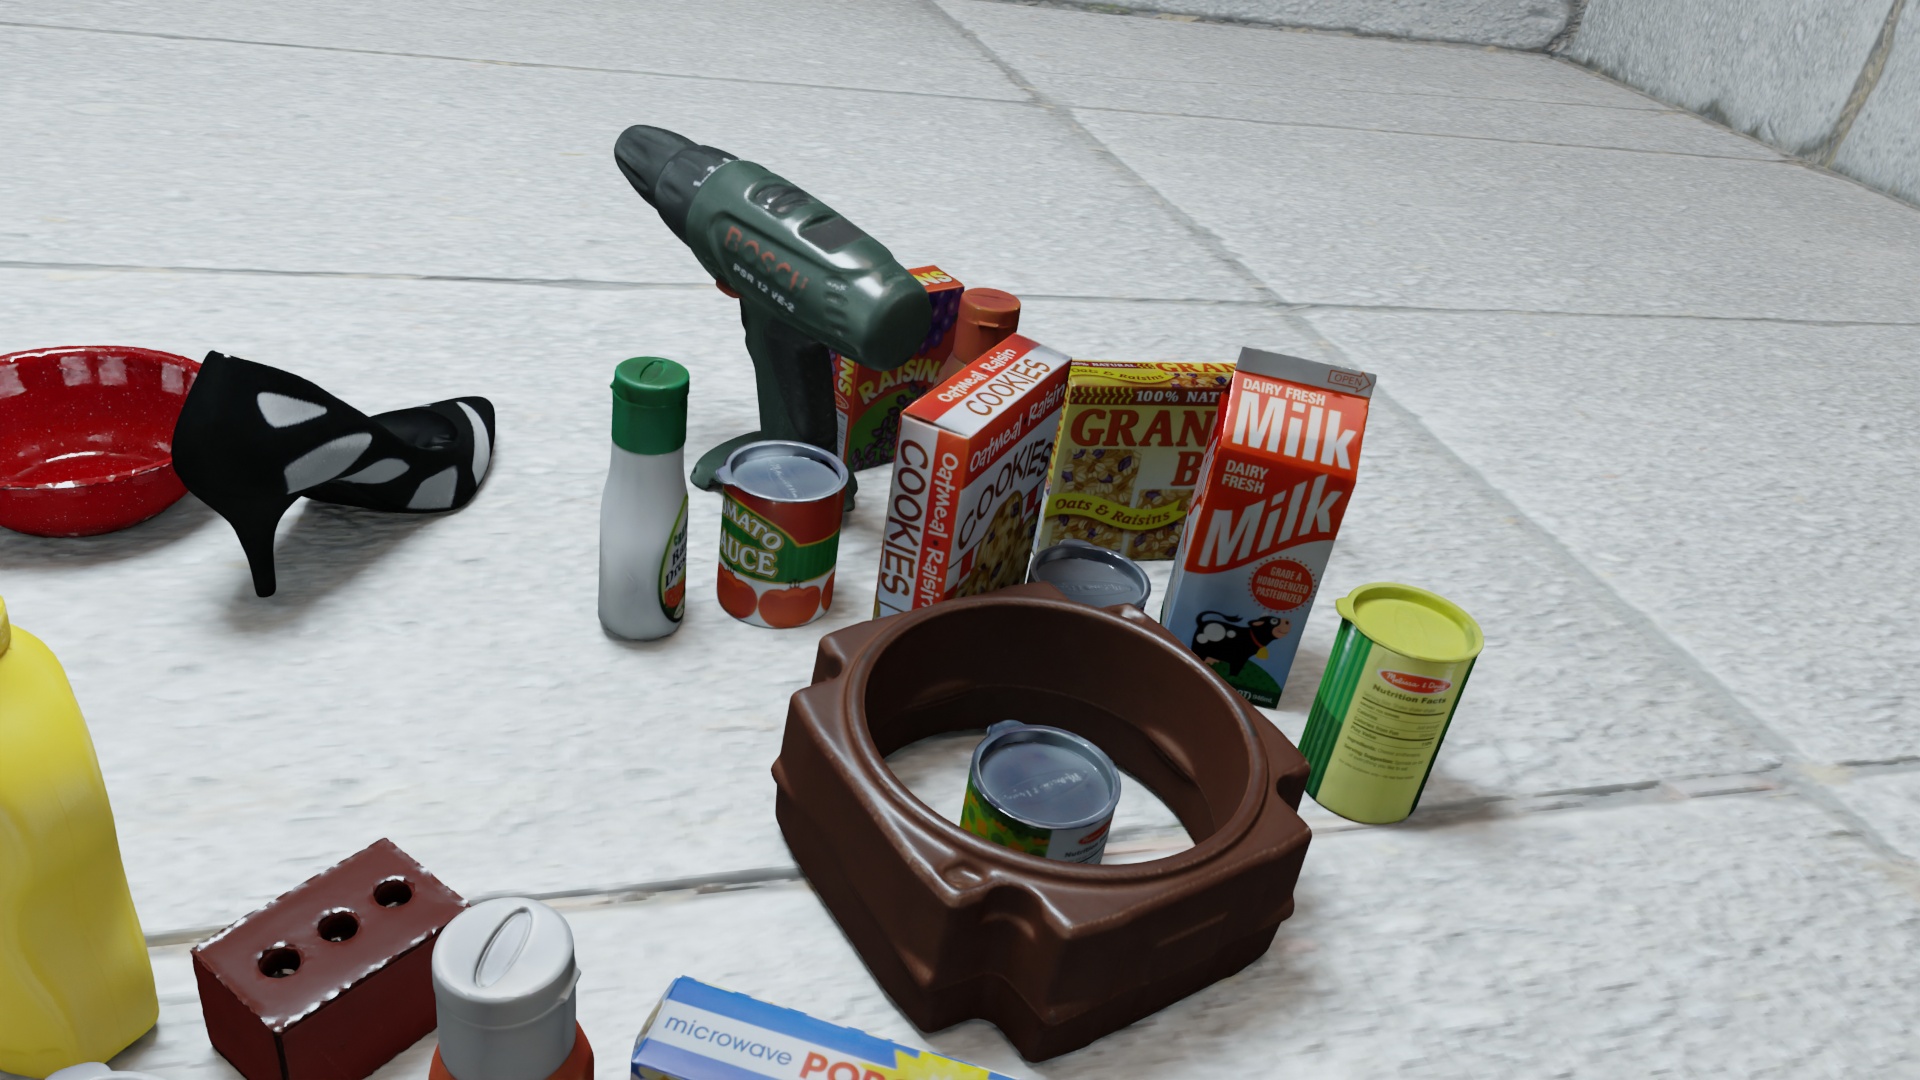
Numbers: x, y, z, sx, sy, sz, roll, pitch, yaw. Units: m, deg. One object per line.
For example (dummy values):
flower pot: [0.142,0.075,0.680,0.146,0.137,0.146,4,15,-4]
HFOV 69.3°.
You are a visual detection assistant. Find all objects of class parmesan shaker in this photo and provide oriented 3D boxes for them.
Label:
parmesan shaker: [0.208,0.081,0.693,0.071,0.102,0.071,7,31,-4]

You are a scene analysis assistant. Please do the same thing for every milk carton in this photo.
milk carton: [0.161,-0.011,0.745,0.072,0.189,0.074,13,31,5]

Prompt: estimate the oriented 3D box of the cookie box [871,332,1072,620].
cookie box: [0.003,-0.009,0.719,0.040,0.166,0.123,21,33,18]

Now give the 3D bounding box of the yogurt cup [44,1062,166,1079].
yogurt cup: [-0.257,0.202,0.410,0.072,0.053,0.073,7,31,-4]

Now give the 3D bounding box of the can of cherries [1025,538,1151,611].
can of cherries: [0.065,0.042,0.759,0.071,0.058,0.072,7,31,-4]

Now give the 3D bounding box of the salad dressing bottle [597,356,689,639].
salad dressing bottle: [-0.161,-0.020,0.711,0.044,0.146,0.064,10,31,0]

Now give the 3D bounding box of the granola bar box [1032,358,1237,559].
granola bar box: [0.129,-0.049,0.863,0.166,0.123,0.039,-1,32,-17]

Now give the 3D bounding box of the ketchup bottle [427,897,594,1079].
ketchup bottle: [-0.131,0.170,0.406,0.043,0.148,0.065,11,31,3]

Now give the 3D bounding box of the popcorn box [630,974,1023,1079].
popcorn box: [-0.043,0.198,0.447,0.127,0.084,0.038,14,31,8]

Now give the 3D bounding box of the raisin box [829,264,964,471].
raisin box: [-0.048,-0.114,0.920,0.086,0.122,0.040,-17,40,-37]

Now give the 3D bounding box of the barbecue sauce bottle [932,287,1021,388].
barbecue sauce bottle: [0.008,-0.080,0.856,0.065,0.147,0.044,9,31,-2]

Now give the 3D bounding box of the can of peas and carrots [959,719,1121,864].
can of peas and carrots: [0.031,0.123,0.615,0.071,0.058,0.071,7,31,-4]

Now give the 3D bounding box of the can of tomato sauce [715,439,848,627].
can of tomato sauce: [-0.100,-0.003,0.762,0.071,0.082,0.071,7,31,-4]
